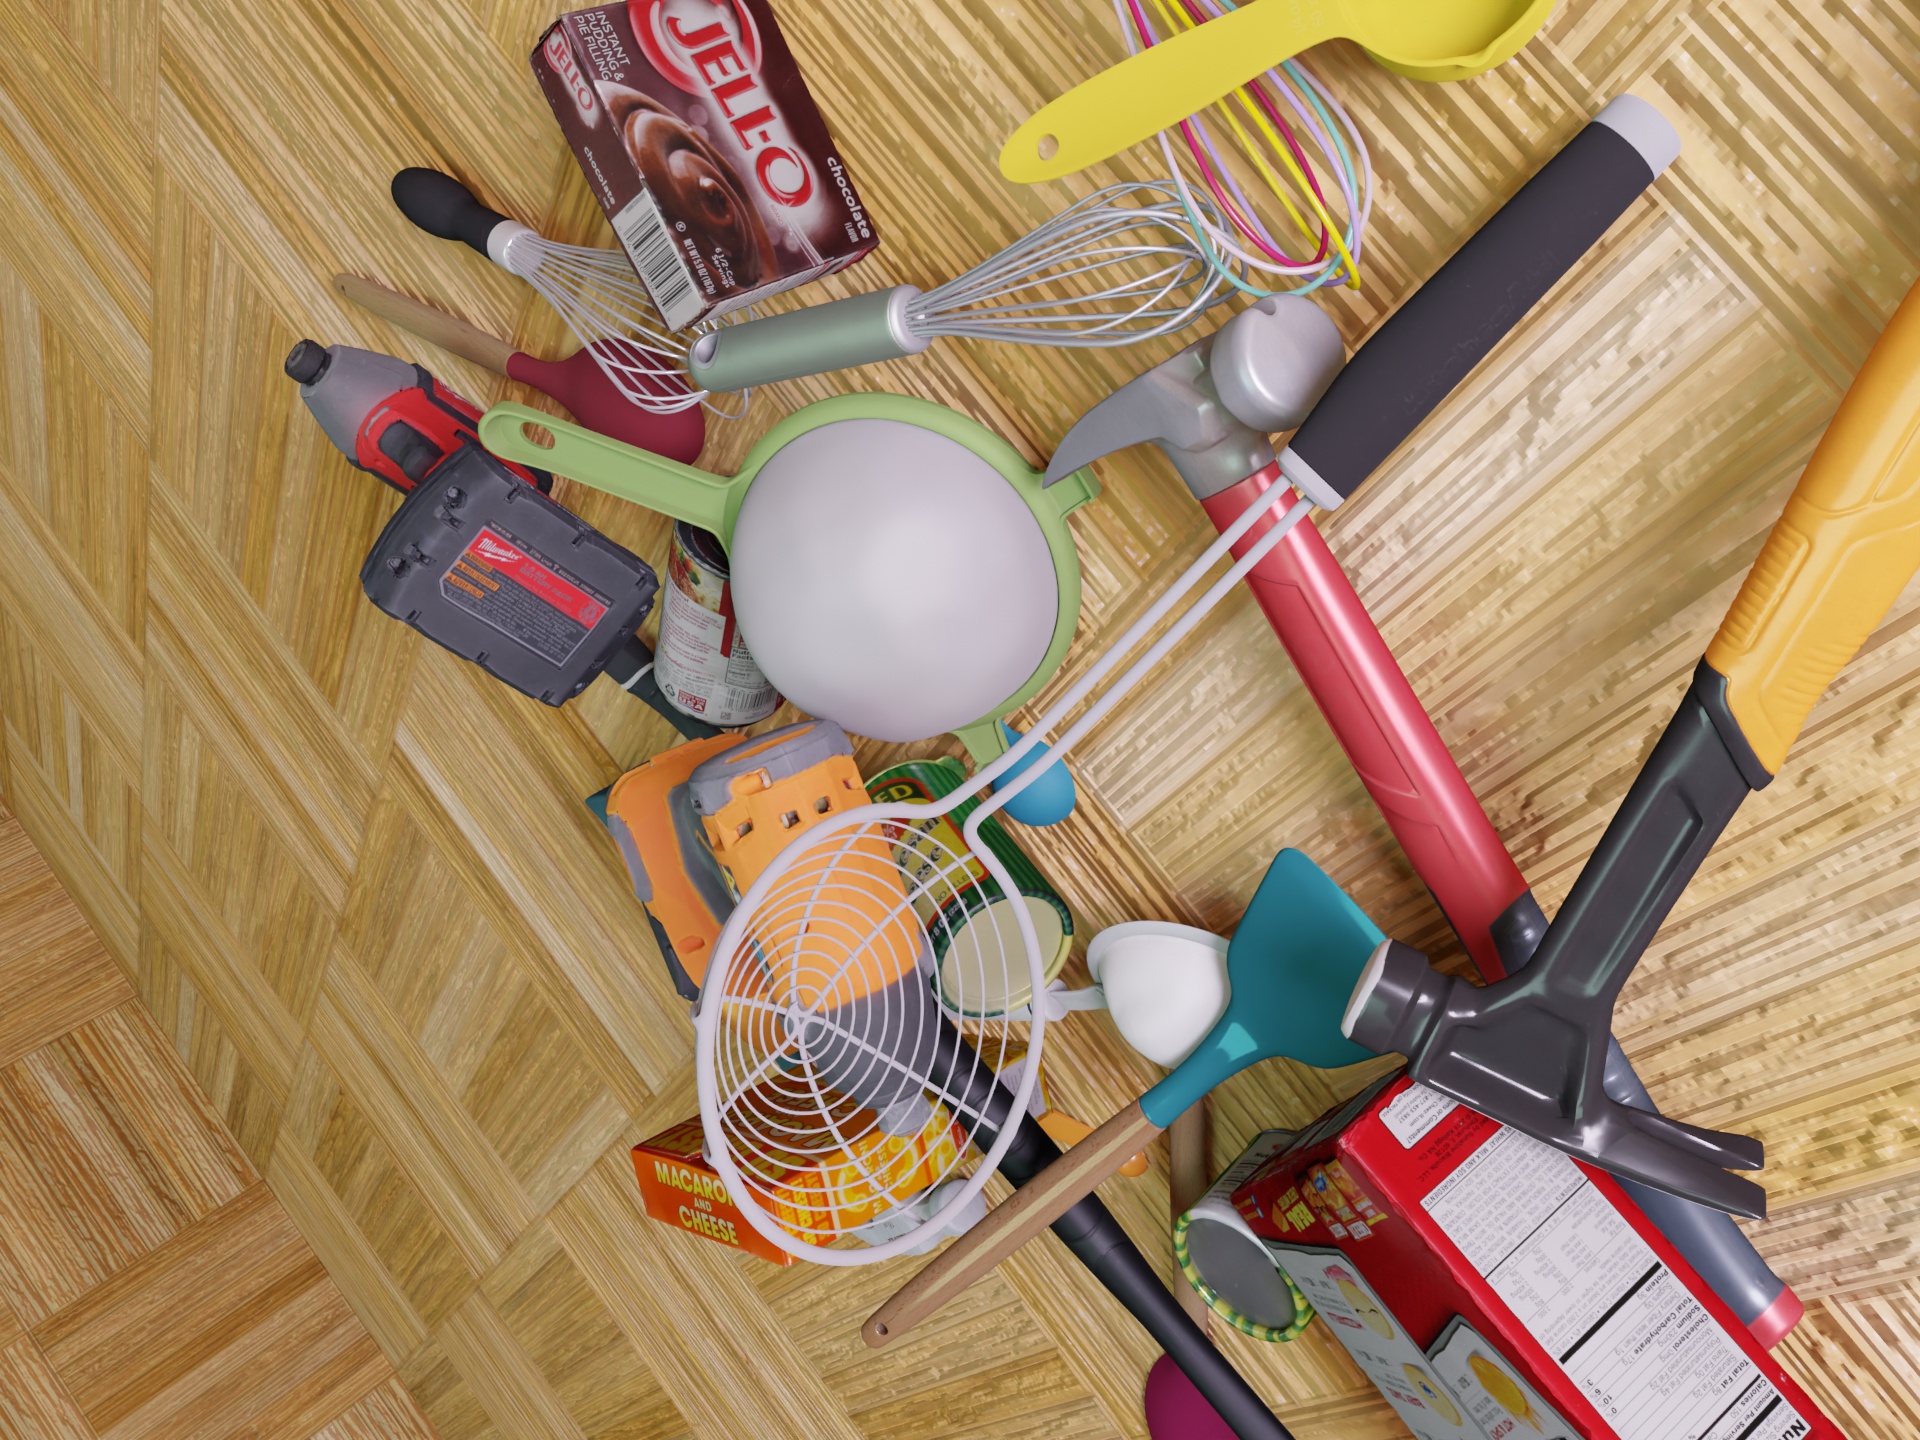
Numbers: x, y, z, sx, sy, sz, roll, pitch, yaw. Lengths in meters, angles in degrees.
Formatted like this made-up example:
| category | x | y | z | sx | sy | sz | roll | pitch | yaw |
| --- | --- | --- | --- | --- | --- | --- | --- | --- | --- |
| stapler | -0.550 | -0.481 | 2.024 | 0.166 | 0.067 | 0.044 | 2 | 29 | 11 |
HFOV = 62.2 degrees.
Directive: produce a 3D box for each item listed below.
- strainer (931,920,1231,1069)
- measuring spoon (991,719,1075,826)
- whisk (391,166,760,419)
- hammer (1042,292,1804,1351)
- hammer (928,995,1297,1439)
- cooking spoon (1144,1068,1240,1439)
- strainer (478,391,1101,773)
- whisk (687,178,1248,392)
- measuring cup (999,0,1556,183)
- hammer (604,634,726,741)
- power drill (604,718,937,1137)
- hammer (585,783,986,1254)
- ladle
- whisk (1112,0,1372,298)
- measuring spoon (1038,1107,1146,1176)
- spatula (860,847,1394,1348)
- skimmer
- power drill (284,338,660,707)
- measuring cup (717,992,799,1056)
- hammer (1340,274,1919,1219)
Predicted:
| category | x | y | z | sx | sy | sz | roll | pitch | yaw |
| --- | --- | --- | --- | --- | --- | --- | --- | --- | --- |
| strainer | 0.045 | 0.126 | 0.701 | 0.258 | 0.050 | 0.086 | -11 | 128 | 48 |
| measuring spoon | -0.001 | -0.002 | 0.693 | 0.129 | 0.021 | 0.042 | 48 | 142 | 10 |
| whisk | -0.188 | -0.209 | 0.733 | 0.285 | 0.070 | 0.070 | 34 | 137 | 33 |
| hammer | 0.160 | 0.052 | 0.532 | 0.386 | 0.038 | 0.143 | 58 | 158 | -7 |
| hammer | 0.078 | 0.250 | 0.705 | 0.335 | 0.035 | 0.146 | 48 | 174 | 8 |
| cooking spoon | 0.111 | 0.280 | 0.772 | 0.069 | 0.017 | 0.318 | 21 | 130 | 37 |
| strainer | -0.082 | -0.064 | 0.621 | 0.256 | 0.069 | 0.151 | 21 | 127 | 5 |
| whisk | -0.010 | -0.144 | 0.564 | 0.246 | 0.059 | 0.058 | 0 | 72 | 40 |
| measuring cup | 0.083 | -0.178 | 0.425 | 0.156 | 0.029 | 0.062 | -17 | 88 | 28 |
| hammer | -0.160 | -0.016 | 0.851 | 0.409 | 0.036 | 0.149 | 40 | 138 | 21 |
| power drill | -0.078 | 0.083 | 0.680 | 0.226 | 0.084 | 0.164 | -1 | 111 | 68 |
| hammer | -0.115 | 0.170 | 0.934 | 0.331 | 0.033 | 0.128 | 54 | 142 | 5 |
| ladle | -0.244 | -0.193 | 0.827 | 0.316 | 0.031 | 0.069 | 28 | 133 | 35 |
| whisk | 0.048 | -0.226 | 0.470 | 0.051 | 0.047 | 0.245 | -37 | 82 | 41 |
| measuring spoon | 0.045 | 0.205 | 0.798 | 0.117 | 0.011 | 0.021 | 11 | 123 | 44 |
| spatula | 0.054 | 0.171 | 0.629 | 0.082 | 0.044 | 0.317 | 50 | 116 | 12 |
| skimmer | 0.064 | -0.005 | 0.422 | 0.363 | 0.127 | 0.090 | -47 | 40 | 14 |
| power drill | -0.240 | -0.108 | 0.755 | 0.143 | 0.078 | 0.220 | 37 | -174 | -42 |
| measuring cup | -0.096 | 0.149 | 0.813 | 0.095 | 0.052 | 0.174 | 48 | 180 | -22 |
| hammer | 0.213 | -0.016 | 0.395 | 0.127 | 0.034 | 0.336 | 24 | 124 | 14 |
